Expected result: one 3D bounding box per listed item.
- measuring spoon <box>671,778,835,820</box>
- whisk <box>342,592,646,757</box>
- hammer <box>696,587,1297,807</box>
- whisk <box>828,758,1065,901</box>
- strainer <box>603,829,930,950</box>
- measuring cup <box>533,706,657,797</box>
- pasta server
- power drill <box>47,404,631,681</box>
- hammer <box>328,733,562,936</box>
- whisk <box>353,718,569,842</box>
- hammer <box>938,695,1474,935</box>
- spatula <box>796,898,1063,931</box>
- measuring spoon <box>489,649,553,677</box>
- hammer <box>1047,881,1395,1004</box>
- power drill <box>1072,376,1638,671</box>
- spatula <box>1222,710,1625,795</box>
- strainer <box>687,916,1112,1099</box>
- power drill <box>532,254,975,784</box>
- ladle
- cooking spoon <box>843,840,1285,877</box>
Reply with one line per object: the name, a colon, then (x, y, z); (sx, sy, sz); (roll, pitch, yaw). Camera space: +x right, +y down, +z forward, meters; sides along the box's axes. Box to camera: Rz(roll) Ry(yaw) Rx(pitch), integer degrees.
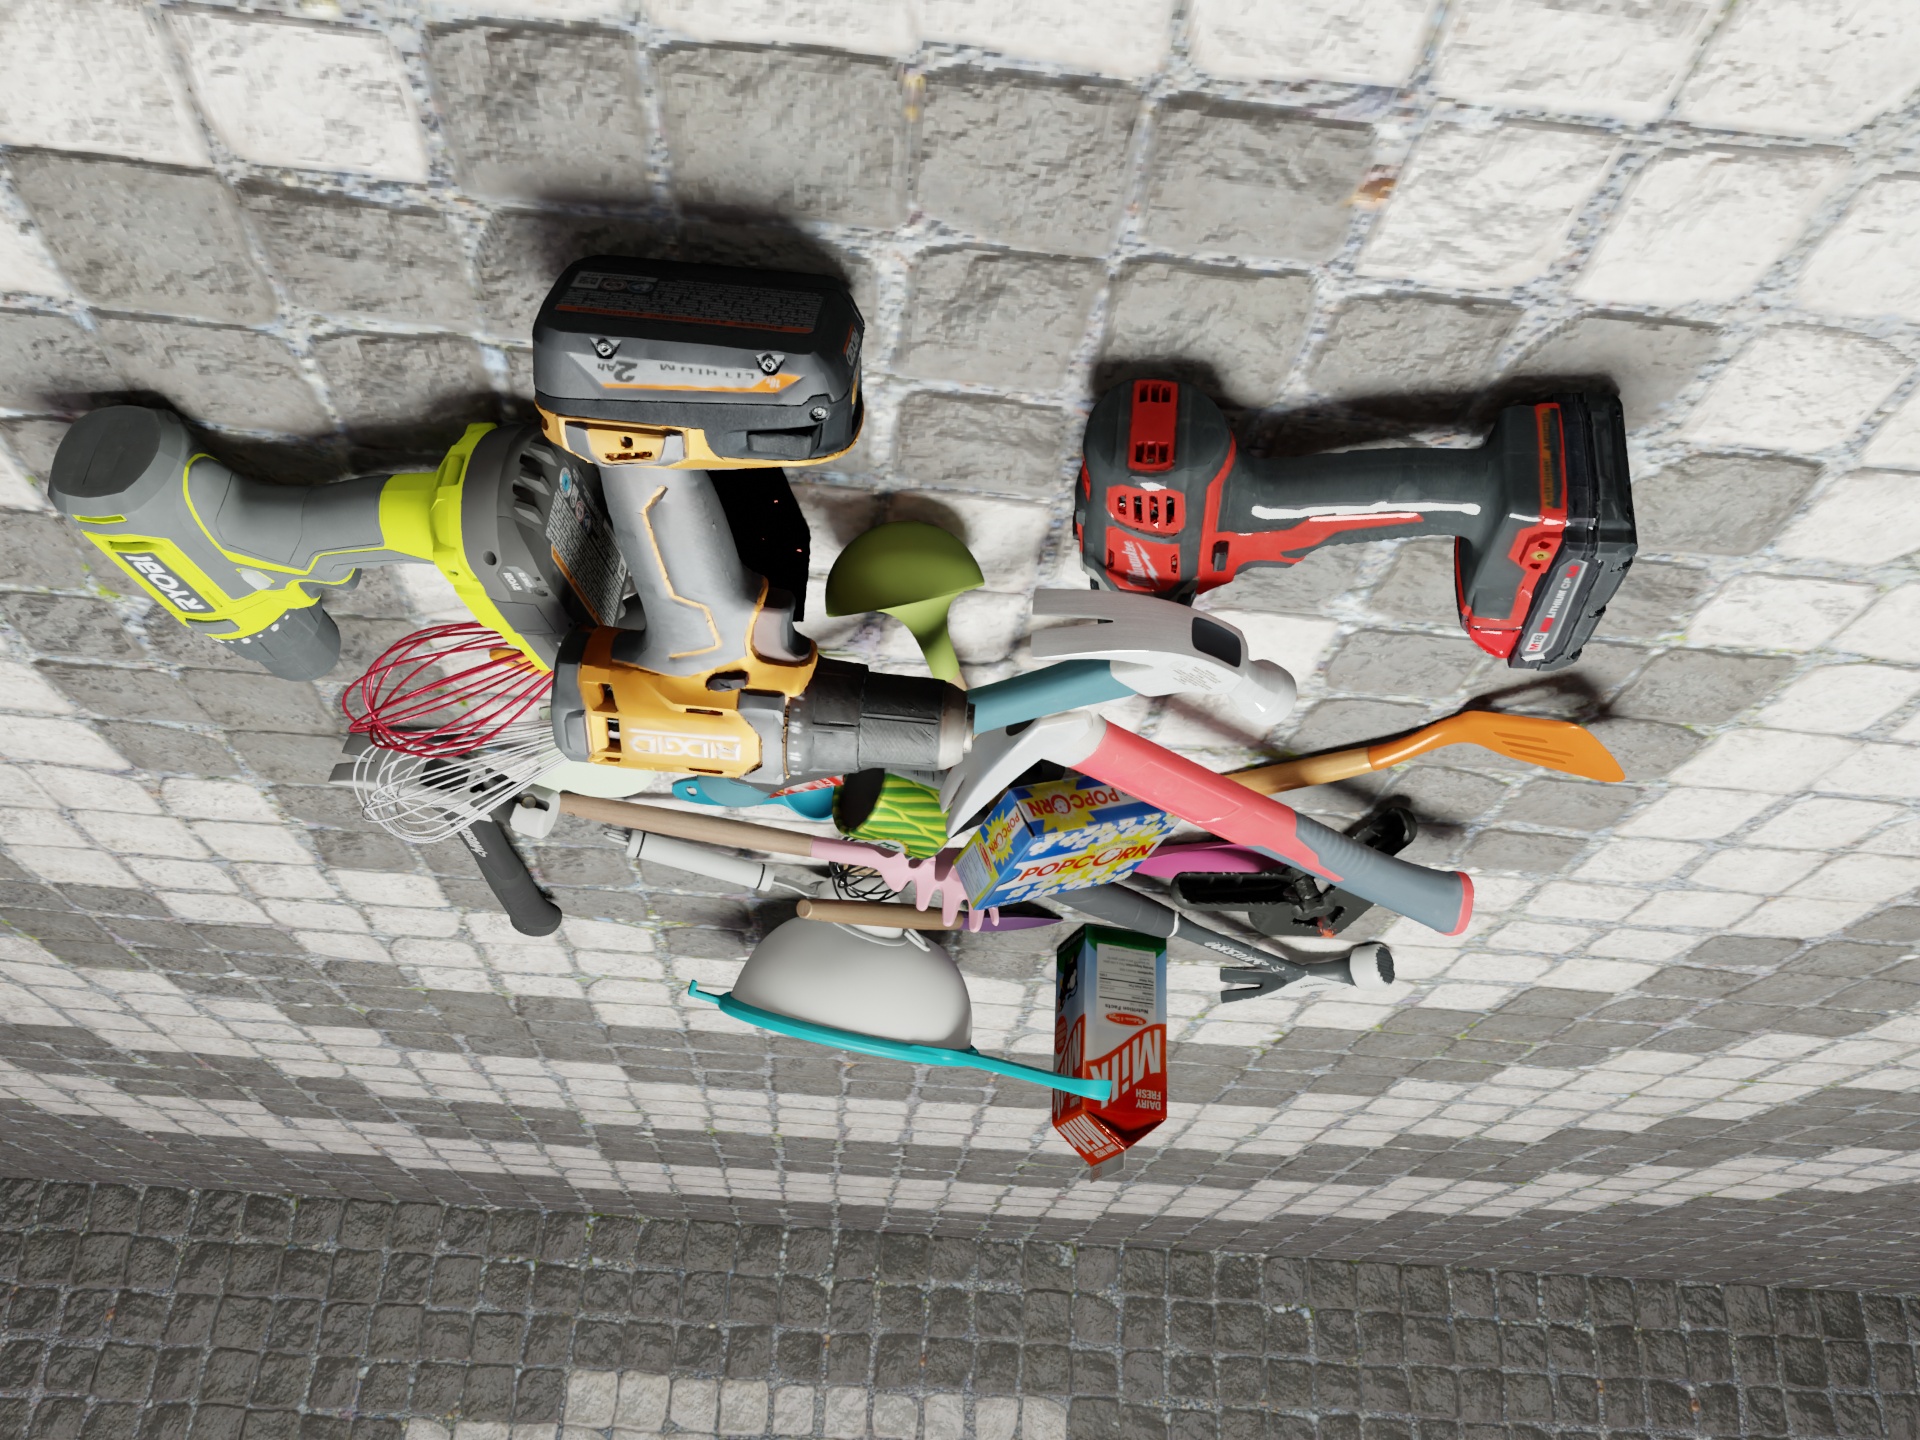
measuring spoon: (-0.133, 0.043, 1.048); (0.129, 0.021, 0.042); (0, 124, 25)
whisk: (-0.211, -0.040, 0.847); (0.296, 0.073, 0.073); (-17, 148, 22)
hammer: (-0.009, 0.001, 0.797); (0.331, 0.033, 0.128); (-15, 151, 38)
whisk: (-0.013, 0.073, 1.061); (0.055, 0.055, 0.239); (22, 145, -33)
strainer: (-0.135, 0.116, 1.167); (0.258, 0.050, 0.087); (17, -165, -15)
measuring cup: (-0.249, 0.038, 1.020); (0.083, 0.038, 0.167); (19, 148, -28)
pasta server: (-0.125, 0.086, 1.055); (0.316, 0.040, 0.060); (9, 147, 11)
power drill: (-0.281, -0.073, 0.763); (0.228, 0.080, 0.190); (1, 153, 9)
hammer: (-0.338, 0.096, 1.135); (0.146, 0.035, 0.334); (17, 157, 2)
whisk: (-0.228, 0.009, 0.920); (0.284, 0.070, 0.070); (-17, 149, 14)
hammer: (0.169, 0.071, 0.947); (0.386, 0.038, 0.143); (24, 125, -34)
spatula: (-0.019, 0.144, 1.154); (0.060, 0.018, 0.315); (-13, 165, 29)
measuring spoon: (-0.217, -0.021, 0.929); (0.116, 0.011, 0.021); (15, 151, -23)
hammer: (0.164, 0.156, 1.198); (0.149, 0.036, 0.408); (-18, 150, 39)
power drill: (0.164, -0.075, 0.714); (0.226, 0.080, 0.187); (3, 154, 6)
spatula: (0.228, 0.036, 0.966); (0.322, 0.041, 0.081); (-15, 147, 34)
strainer: (-0.028, 0.209, 1.219); (0.340, 0.095, 0.210); (7, 172, 35)
power drill: (-0.080, -0.065, 0.657); (0.185, 0.084, 0.226); (6, 129, 1)
ladle: (-0.001, -0.003, 0.867); (0.078, 0.062, 0.319); (-11, 148, 8)
cooking spoon: (0.072, 0.099, 1.134); (0.319, 0.017, 0.068); (-2, 156, 10)
